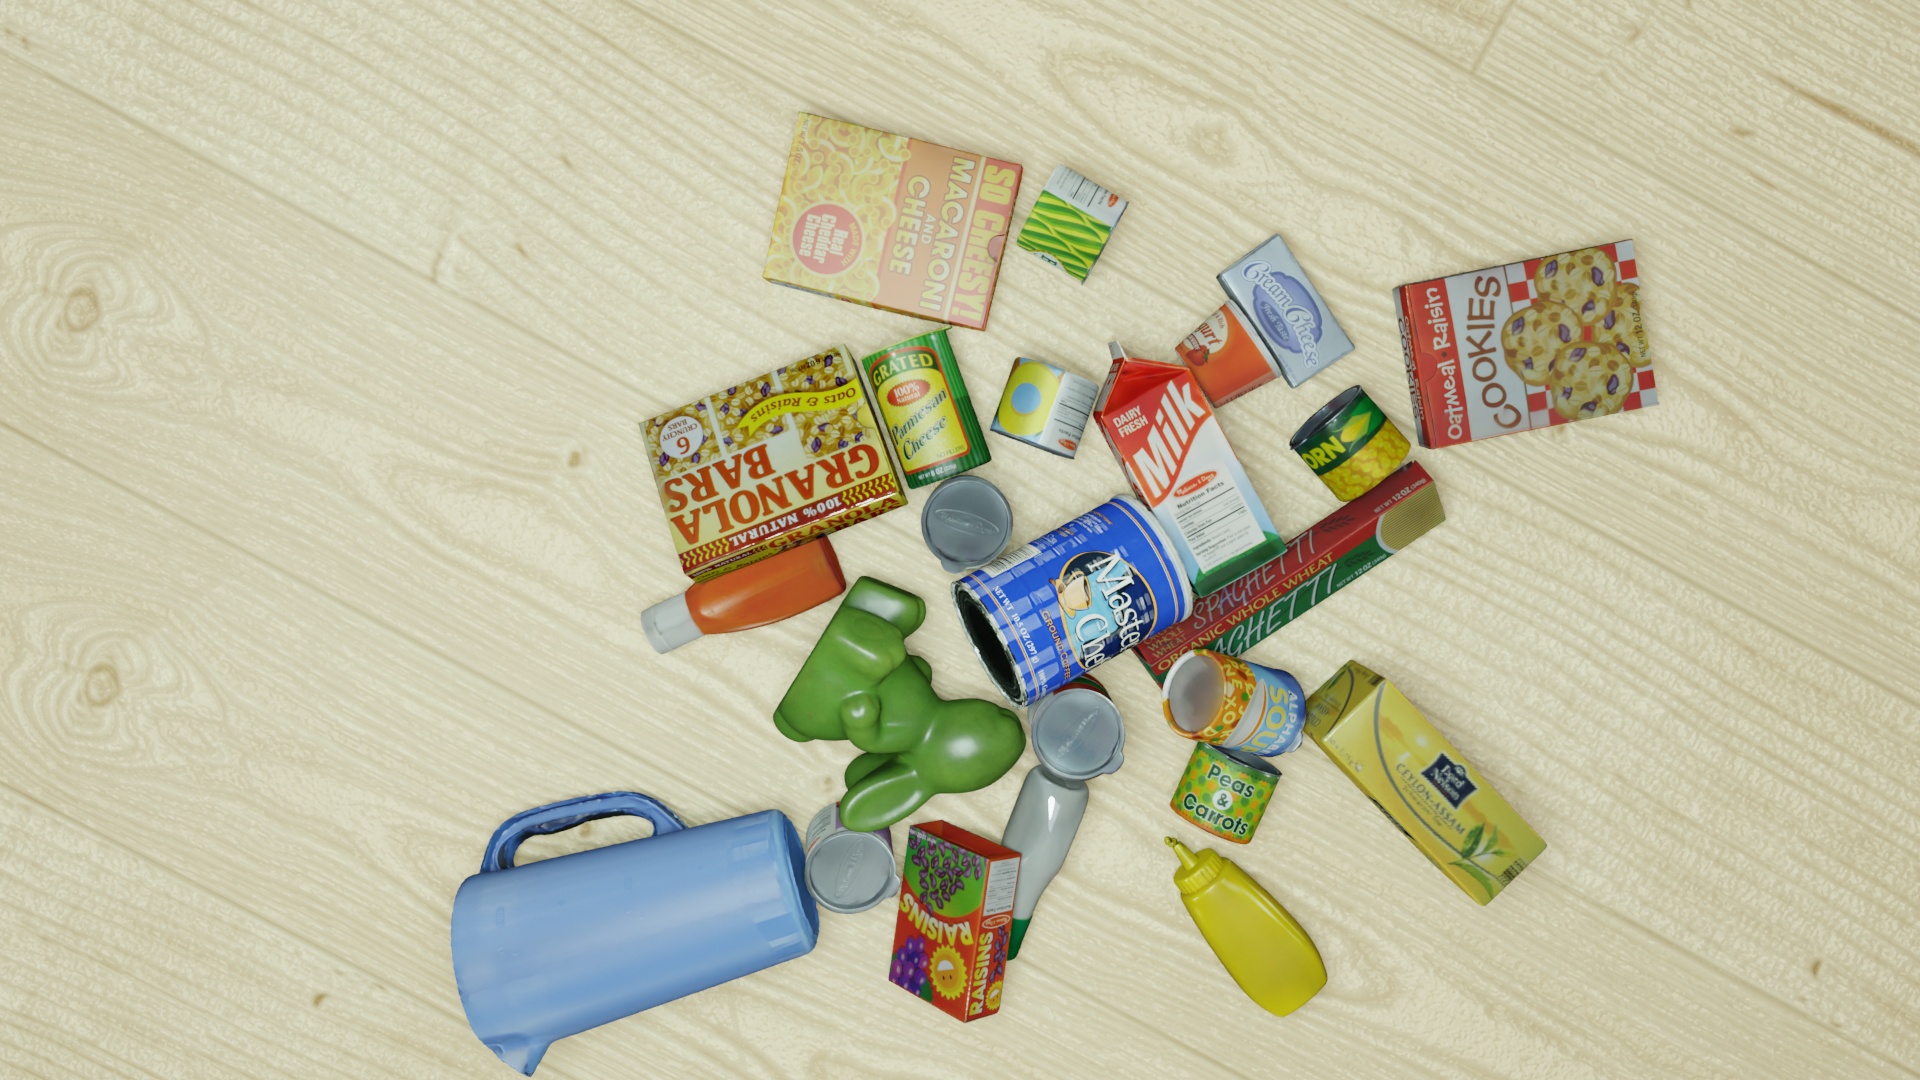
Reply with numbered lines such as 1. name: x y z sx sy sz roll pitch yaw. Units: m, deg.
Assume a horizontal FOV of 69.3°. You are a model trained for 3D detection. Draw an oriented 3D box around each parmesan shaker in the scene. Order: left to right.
1. parmesan shaker: -0.022 -0.096 1.011 0.071 0.071 0.103 -20 94 2

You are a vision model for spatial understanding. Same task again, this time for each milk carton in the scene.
1. milk carton: 0.155 -0.061 1.011 0.073 0.072 0.190 -29 95 2

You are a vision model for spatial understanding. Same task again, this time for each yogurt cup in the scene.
1. yogurt cup: 0.193 -0.133 1.011 0.054 0.072 0.072 -34 93 11

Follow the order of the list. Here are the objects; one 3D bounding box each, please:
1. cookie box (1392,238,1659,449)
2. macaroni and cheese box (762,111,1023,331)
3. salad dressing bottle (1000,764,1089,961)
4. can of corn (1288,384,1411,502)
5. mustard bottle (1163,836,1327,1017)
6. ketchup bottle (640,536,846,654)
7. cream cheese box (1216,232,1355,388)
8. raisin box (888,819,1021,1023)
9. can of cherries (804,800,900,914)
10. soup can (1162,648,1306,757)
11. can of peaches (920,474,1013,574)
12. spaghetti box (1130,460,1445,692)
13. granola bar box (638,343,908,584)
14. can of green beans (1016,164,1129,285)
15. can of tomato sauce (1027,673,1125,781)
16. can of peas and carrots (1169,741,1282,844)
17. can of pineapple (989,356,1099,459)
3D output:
1. cookie box: 0.413 -0.143 1.019 0.167 0.040 0.123 -11 94 1
2. macaroni and cheese box: -0.049 -0.231 1.015 0.166 0.040 0.123 13 95 0
3. salad dressing bottle: 0.050 0.242 1.041 0.044 0.064 0.147 16 103 -21
4. can of corn: 0.282 -0.068 1.011 0.071 0.071 0.058 -42 94 3
5. mustard bottle: 0.207 0.281 1.046 0.065 0.049 0.160 -39 92 3
6. ketchup bottle: -0.163 0.039 1.033 0.149 0.043 0.064 -24 88 2
7. cream cheese box: 0.239 -0.169 1.026 0.053 0.024 0.103 -34 93 2
8. raisin box: -0.005 0.280 1.030 0.086 0.040 0.123 12 95 43
9. can of cherries: -0.081 0.236 1.035 0.071 0.058 0.071 -1 103 -6
10. soup can: 0.199 0.120 1.006 0.084 0.071 0.071 17 95 -34
11. can of peaches: 0.004 -0.013 1.022 0.071 0.058 0.071 0 95 0
12. spaghetti box: 0.243 0.031 1.027 0.250 0.029 0.050 -34 133 2
13. granola bar box: -0.137 -0.056 1.009 0.165 0.039 0.124 -21 73 2
14. can of green beans: 0.080 -0.229 1.002 0.058 0.071 0.071 29 94 -1
15. can of tomato sauce: 0.085 0.134 1.019 0.071 0.083 0.071 0 95 0
16. can of peas and carrots: 0.196 0.185 1.028 0.071 0.071 0.058 23 95 -1
17. can of pineapple: 0.060 -0.097 1.012 0.071 0.071 0.058 20 93 -1
